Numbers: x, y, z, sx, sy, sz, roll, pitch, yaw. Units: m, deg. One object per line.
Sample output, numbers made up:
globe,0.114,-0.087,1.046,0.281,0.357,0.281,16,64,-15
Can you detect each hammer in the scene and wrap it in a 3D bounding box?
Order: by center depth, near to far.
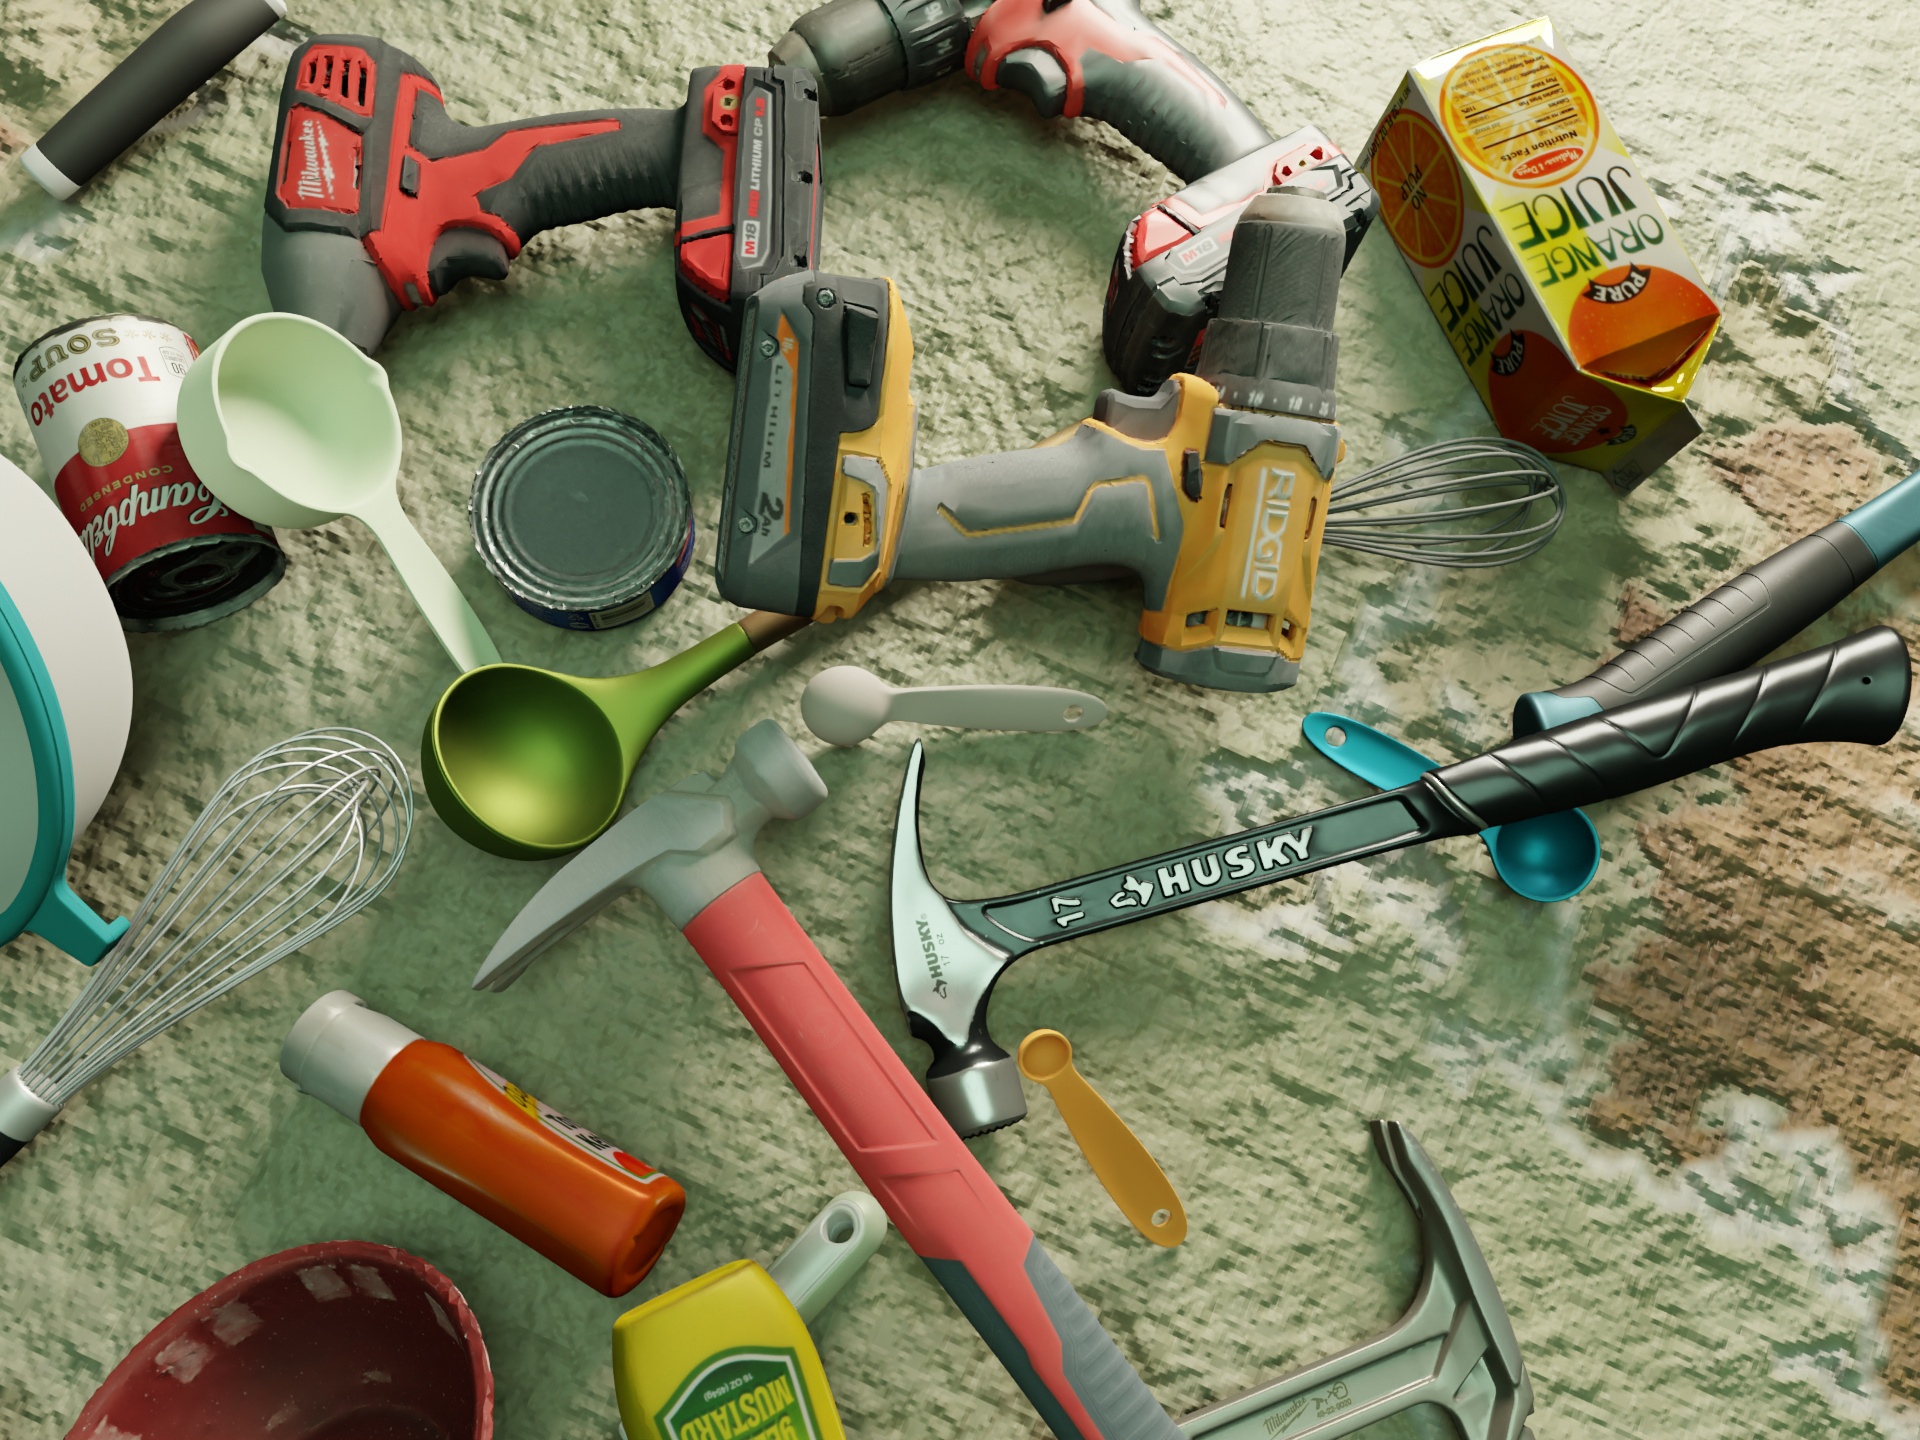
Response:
hammer,-0.006,0.189,0.543,0.143,0.038,0.386,-38,79,-4
hammer,0.030,0.271,0.563,0.359,0.036,0.149,-18,78,-10
hammer,0.168,0.032,0.612,0.409,0.036,0.149,-16,78,-2
hammer,0.369,-0.067,0.679,0.331,0.033,0.128,-31,80,-11

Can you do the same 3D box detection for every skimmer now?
skimmer,-0.245,-0.341,0.694,0.363,0.090,0.127,-43,86,-3

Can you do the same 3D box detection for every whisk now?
whisk,-0.116,0.258,0.549,0.058,0.059,0.246,35,69,32
whisk,-0.308,0.111,0.564,0.070,0.070,0.284,44,82,6
whisk,0.135,-0.079,0.657,0.239,0.055,0.055,-8,77,-2

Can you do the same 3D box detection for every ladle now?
ladle,-0.061,-0.048,0.625,0.320,0.062,0.078,-32,88,-14

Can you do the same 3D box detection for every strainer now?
strainer,-0.425,-0.033,0.567,0.340,0.095,0.210,5,116,18

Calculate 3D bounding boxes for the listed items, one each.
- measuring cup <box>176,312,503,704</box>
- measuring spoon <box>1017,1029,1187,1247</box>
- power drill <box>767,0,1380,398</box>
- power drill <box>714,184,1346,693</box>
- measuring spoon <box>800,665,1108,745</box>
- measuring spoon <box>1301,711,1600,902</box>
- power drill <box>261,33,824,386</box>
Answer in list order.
measuring cup,-0.229,-0.072,0.604,0.167,0.038,0.083,61,35,-22
measuring spoon,0.053,0.153,0.580,0.021,0.011,0.116,-35,115,-3
power drill,0.045,-0.249,0.674,0.188,0.080,0.227,-31,78,-12
power drill,0.033,-0.112,0.579,0.226,0.084,0.185,6,102,-13
measuring spoon,-0.001,-0.002,0.630,0.124,0.034,0.018,1,32,-9
measuring spoon,0.197,0.032,0.650,0.129,0.021,0.042,30,87,12
power drill,-0.168,-0.198,0.643,0.219,0.078,0.143,2,76,-2
